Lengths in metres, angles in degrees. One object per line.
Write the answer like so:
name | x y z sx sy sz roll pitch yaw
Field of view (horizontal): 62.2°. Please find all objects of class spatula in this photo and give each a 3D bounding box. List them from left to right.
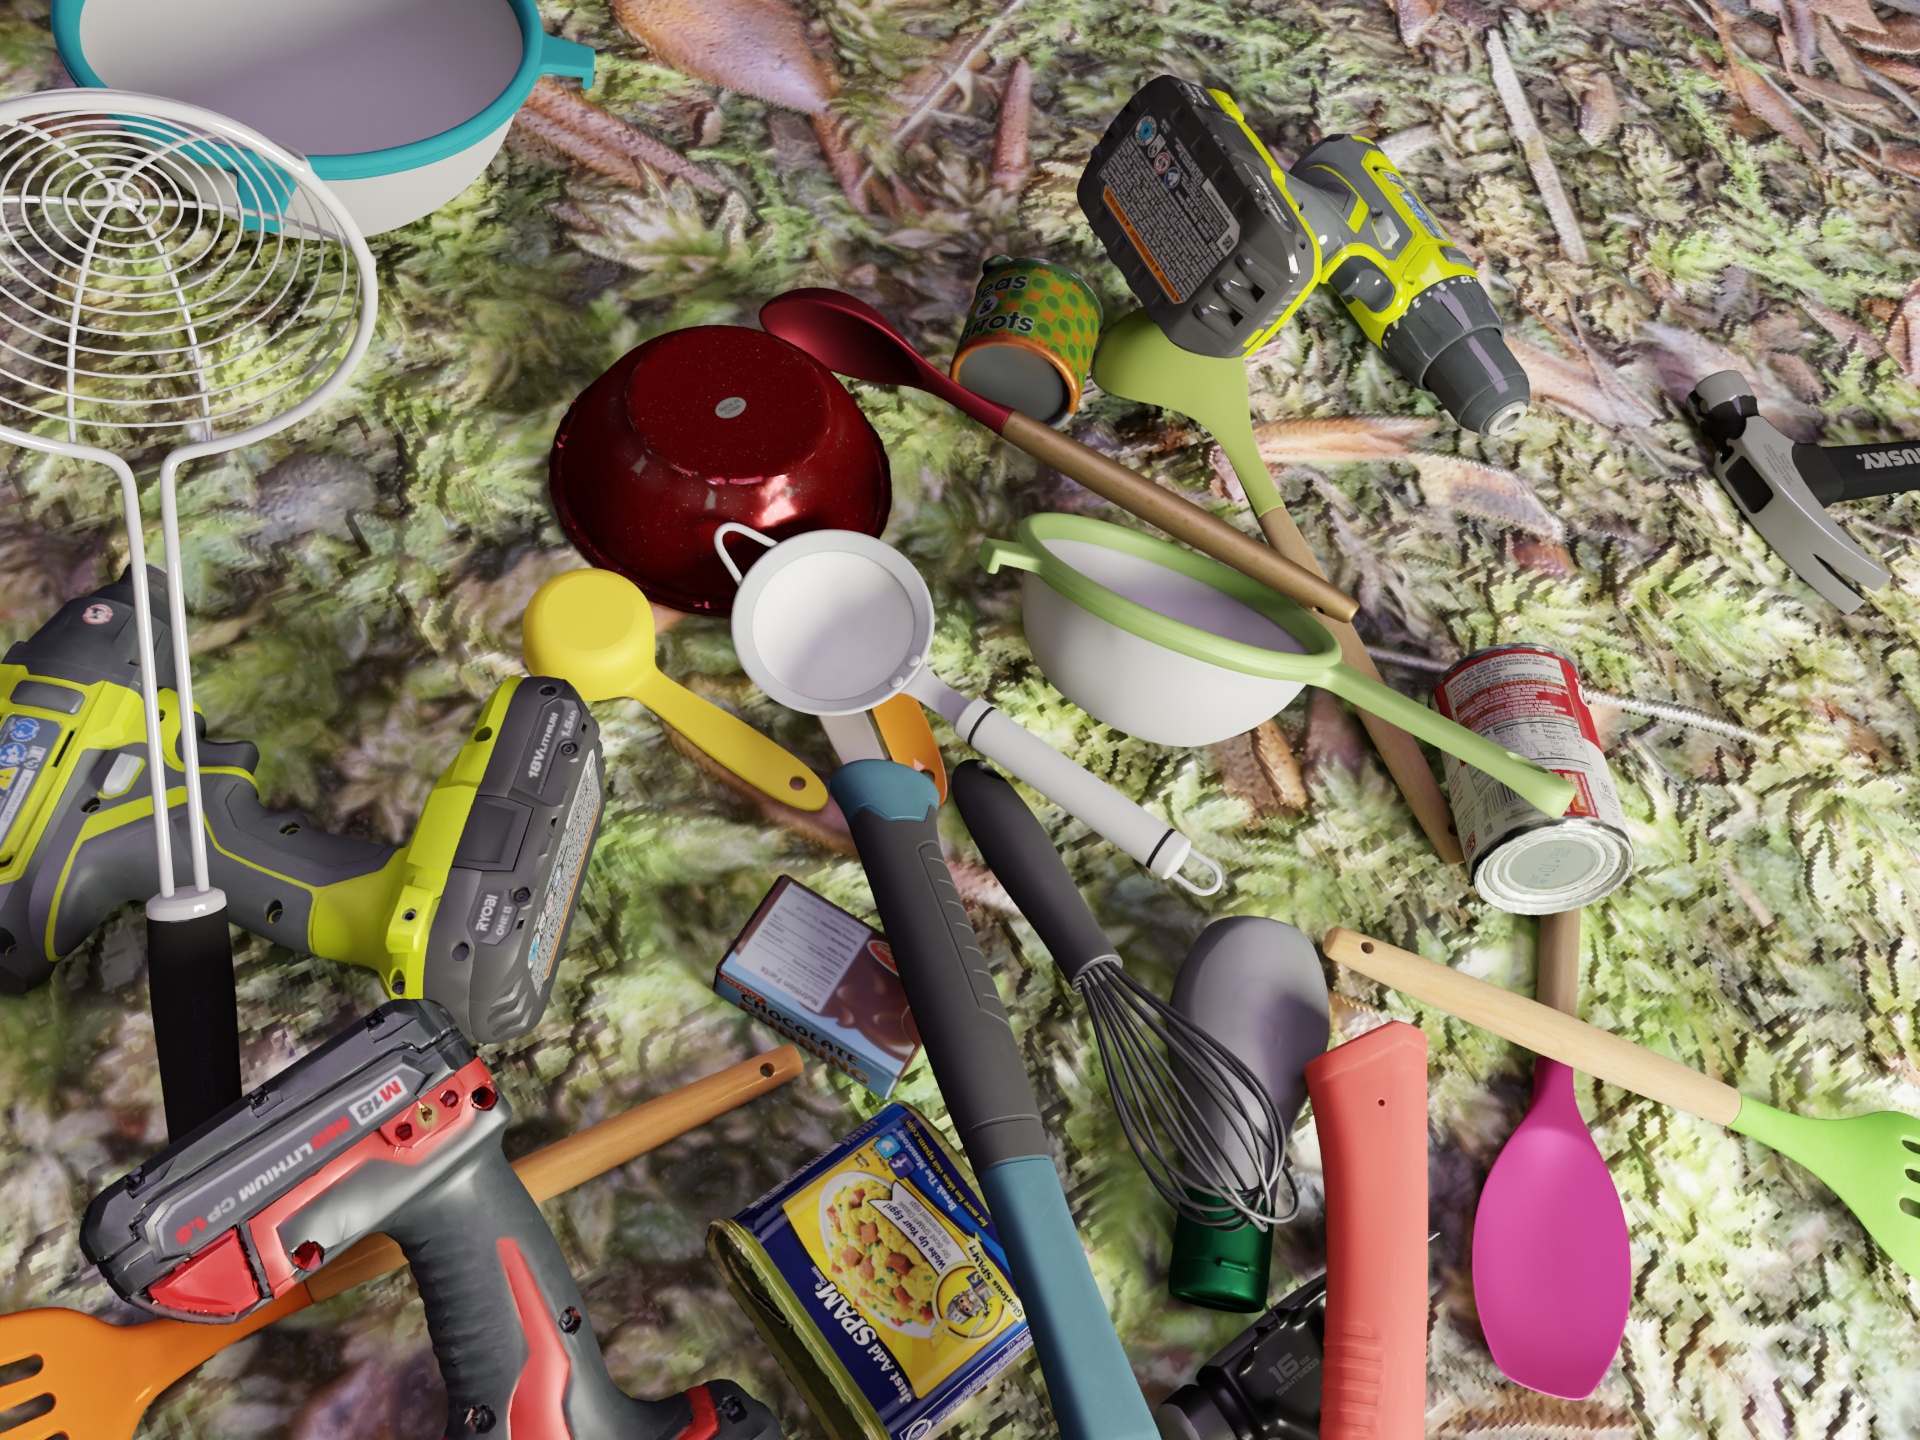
spatula | -0.198 0.180 0.542 0.322 0.041 0.081 -21 76 -23

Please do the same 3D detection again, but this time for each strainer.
strainer | -0.356 -0.341 0.781 0.340 0.095 0.211 40 58 14
strainer | -0.001 -0.002 0.665 0.258 0.050 0.087 35 72 17
strainer | 0.128 -0.007 0.681 0.256 0.069 0.151 30 21 18

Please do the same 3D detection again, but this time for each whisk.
whisk | 0.055 0.097 0.617 0.055 0.055 0.239 -17 48 -20

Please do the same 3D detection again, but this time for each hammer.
hammer | 0.016 0.144 0.552 0.128 0.033 0.331 1 46 -27
hammer | 0.143 0.276 0.522 0.149 0.036 0.359 13 61 -3
hammer | 0.214 0.344 0.538 0.127 0.034 0.337 -28 70 -23
hammer | 0.581 -0.145 0.897 0.334 0.035 0.146 -8 62 -16

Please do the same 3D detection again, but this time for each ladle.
ladle | 0.044 -0.127 0.743 0.315 0.069 0.031 31 79 11
ladle | 0.156 -0.071 0.768 0.078 0.062 0.320 -16 72 -28

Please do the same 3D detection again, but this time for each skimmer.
skimmer | -0.234 0.009 0.472 0.127 0.363 0.090 -6 19 -29

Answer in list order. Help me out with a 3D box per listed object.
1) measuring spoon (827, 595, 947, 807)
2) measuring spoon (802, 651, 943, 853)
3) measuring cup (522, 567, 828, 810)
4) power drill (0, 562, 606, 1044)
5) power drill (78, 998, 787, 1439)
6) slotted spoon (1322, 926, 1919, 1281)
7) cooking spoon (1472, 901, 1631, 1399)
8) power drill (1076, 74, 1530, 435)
measuring spoon | -0.032 -0.011 0.707 0.021 0.011 0.117 -22 70 -6
measuring spoon | -0.043 0.021 0.685 0.034 0.018 0.124 -14 57 -22
measuring cup | -0.119 -0.013 0.675 0.156 0.029 0.062 33 59 10
power drill | -0.256 0.029 0.598 0.223 0.080 0.171 11 60 -2
power drill | -0.171 0.220 0.481 0.188 0.080 0.226 -35 92 -27
slotted spoon | 0.293 0.151 0.654 0.313 0.031 0.070 23 59 -3
cooking spoon | 0.256 0.123 0.683 0.068 0.017 0.319 19 59 -6
power drill | 0.184 -0.229 0.803 0.228 0.080 0.191 -3 57 -43
